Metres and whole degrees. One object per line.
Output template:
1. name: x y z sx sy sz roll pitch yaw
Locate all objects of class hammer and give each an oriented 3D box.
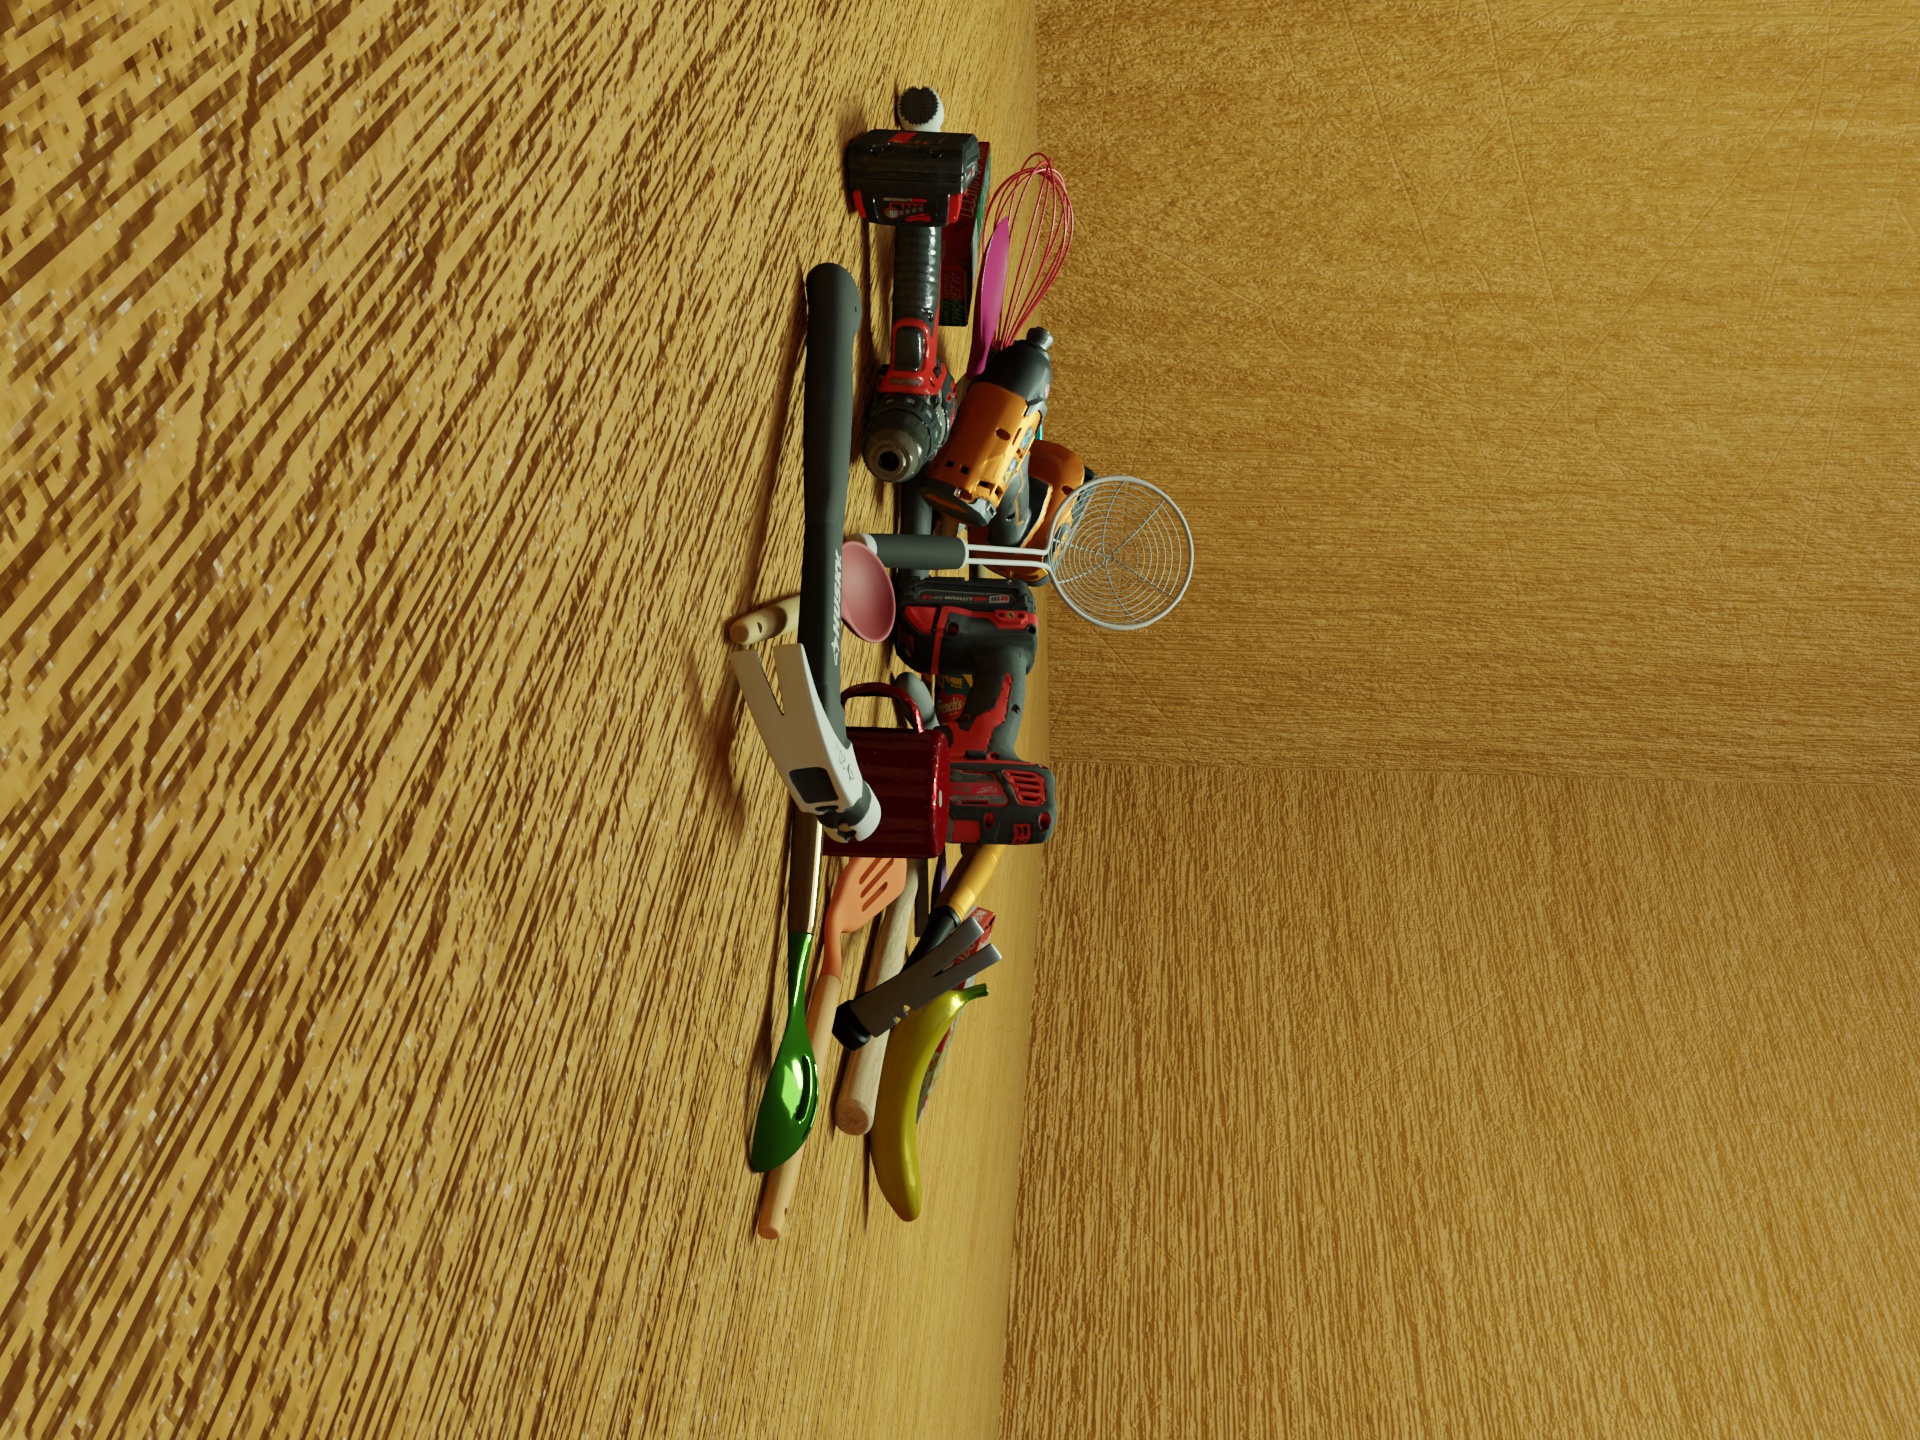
1. hammer: -0.033 -0.297 1.320 0.149 0.036 0.409 7 85 -85
2. hammer: -0.056 0.187 1.228 0.332 0.031 0.130 -79 168 -56
3. hammer: -0.001 0.135 1.189 0.034 0.127 0.337 53 18 -5
4. hammer: -0.074 -0.114 0.848 0.146 0.035 0.335 65 20 -58

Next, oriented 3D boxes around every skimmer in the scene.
1. skimmer: 0.056 -0.130 1.200 0.363 0.090 0.127 -6 91 -55

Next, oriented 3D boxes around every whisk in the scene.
1. whisk: 0.037 -0.327 1.321 0.073 0.073 0.295 -82 -176 -49
2. whisk: -0.026 0.014 1.411 0.238 0.055 0.055 68 24 -64

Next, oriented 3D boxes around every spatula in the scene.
1. spatula: -0.077 0.180 0.987 0.323 0.041 0.081 -79 170 -52
2. spatula: -0.024 0.205 1.437 0.315 0.018 0.060 95 -2 -54

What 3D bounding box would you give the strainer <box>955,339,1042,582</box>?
1. strainer: 0.022 -0.206 1.588 0.211 0.095 0.340 -30 123 -80

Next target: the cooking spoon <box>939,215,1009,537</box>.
1. cooking spoon: 0.007 -0.257 1.294 0.069 0.017 0.318 -63 168 -47

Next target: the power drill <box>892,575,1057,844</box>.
1. power drill: -0.002 -0.004 1.239 0.078 0.143 0.220 97 -7 -56

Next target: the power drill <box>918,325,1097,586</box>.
1. power drill: 0.048 -0.214 1.312 0.164 0.084 0.226 -63 161 -6

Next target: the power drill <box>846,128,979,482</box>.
1. power drill: -0.036 -0.285 1.109 0.188 0.080 0.226 -77 170 -63

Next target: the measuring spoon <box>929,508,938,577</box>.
1. measuring spoon: -0.023 -0.152 1.378 0.034 0.018 0.124 -97 -163 -50

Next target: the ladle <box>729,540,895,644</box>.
1. ladle: -0.084 -0.065 0.921 0.315 0.031 0.069 -46 118 -78

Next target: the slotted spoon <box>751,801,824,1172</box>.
1. slotted spoon: -0.090 0.097 0.913 0.070 0.031 0.314 69 22 -68

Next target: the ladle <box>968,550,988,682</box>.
1. ladle: 0.005 -0.060 1.395 0.078 0.062 0.320 63 24 -60

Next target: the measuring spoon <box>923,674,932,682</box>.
1. measuring spoon: -0.028 -0.071 1.548 0.117 0.011 0.021 -85 -173 -60
